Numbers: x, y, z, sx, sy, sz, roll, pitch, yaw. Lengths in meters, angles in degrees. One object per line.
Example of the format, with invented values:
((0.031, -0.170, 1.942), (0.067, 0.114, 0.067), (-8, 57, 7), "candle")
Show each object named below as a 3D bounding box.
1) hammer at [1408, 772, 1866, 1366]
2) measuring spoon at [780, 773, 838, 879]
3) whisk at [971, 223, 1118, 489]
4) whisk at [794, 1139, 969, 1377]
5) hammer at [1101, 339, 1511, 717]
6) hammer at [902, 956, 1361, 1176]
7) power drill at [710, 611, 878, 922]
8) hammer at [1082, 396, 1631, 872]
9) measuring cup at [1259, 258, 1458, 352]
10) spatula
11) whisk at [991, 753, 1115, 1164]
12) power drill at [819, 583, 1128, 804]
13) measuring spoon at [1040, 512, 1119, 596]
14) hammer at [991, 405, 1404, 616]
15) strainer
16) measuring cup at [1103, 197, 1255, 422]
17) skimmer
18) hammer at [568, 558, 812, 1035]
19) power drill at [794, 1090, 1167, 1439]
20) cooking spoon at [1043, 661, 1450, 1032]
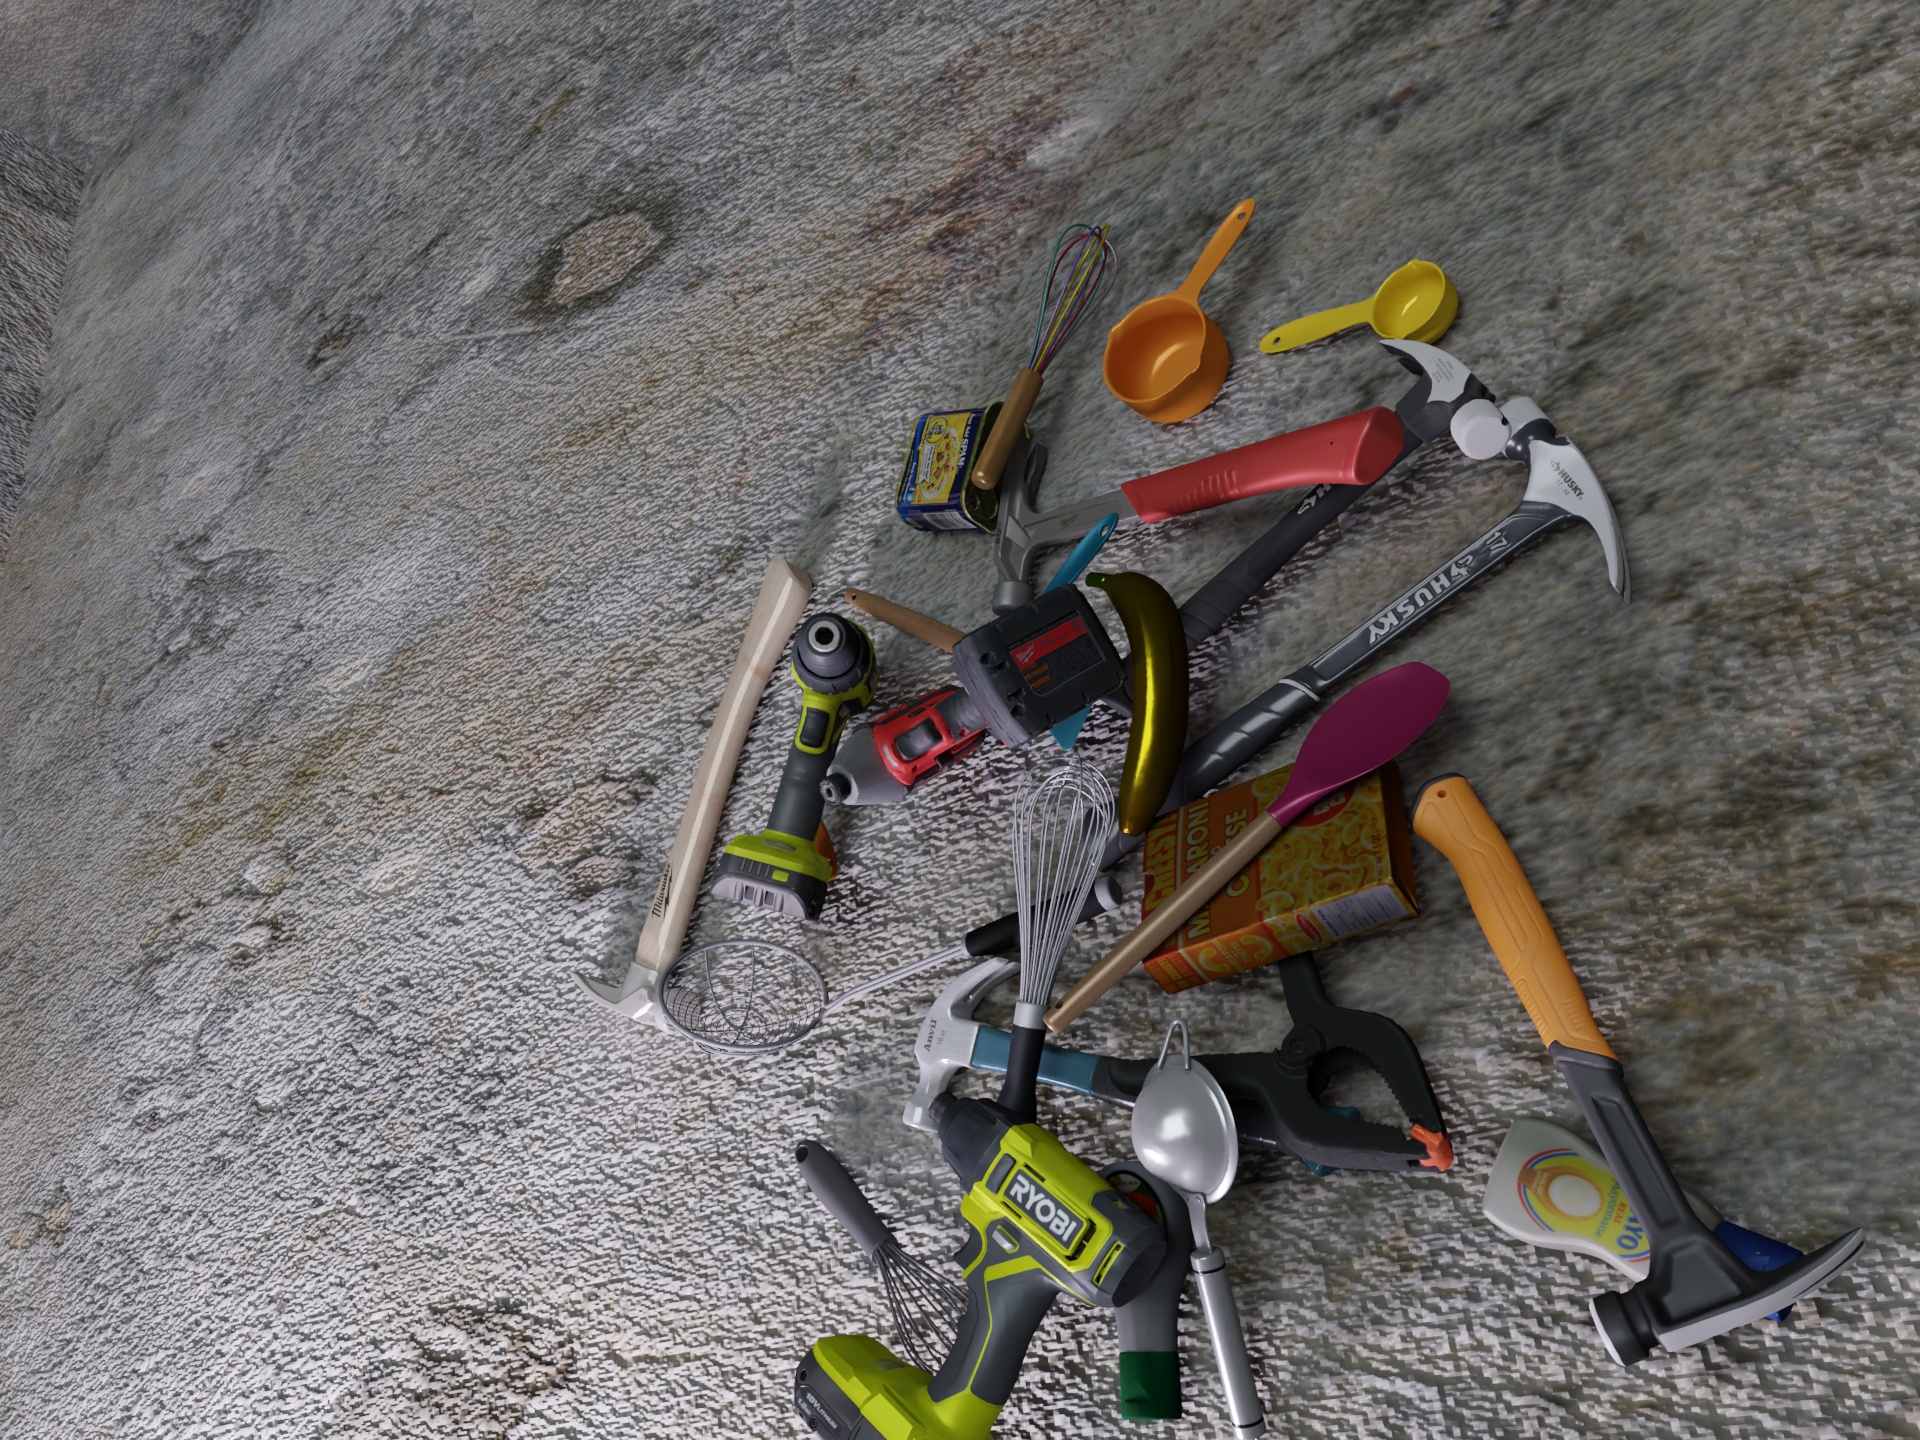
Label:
((0.331, 0.157, 0.850), (0.127, 0.034, 0.337), (-29, 47, 14), "hammer")
((-0.125, 0.084, 1.297), (0.021, 0.011, 0.117), (-43, 51, 18), "measuring spoon")
((0.065, -0.291, 1.249), (0.047, 0.051, 0.245), (9, 69, 48), "whisk")
((-0.054, 0.369, 1.103), (0.239, 0.055, 0.055), (38, 98, 46), "whisk")
((0.211, -0.119, 1.074), (0.334, 0.035, 0.146), (-44, 29, 24), "hammer")
((0.102, 0.237, 1.035), (0.331, 0.033, 0.128), (5, 77, 40), "hammer")
((-0.118, 0.031, 1.203), (0.080, 0.190, 0.228), (15, 82, 2), "power drill")
((0.239, -0.027, 1.032), (0.409, 0.036, 0.149), (-40, 53, 21), "hammer")
((0.278, -0.276, 1.115), (0.156, 0.029, 0.062), (-5, 68, 51), "measuring cup")
((0.003, -0.059, 1.230), (0.318, 0.044, 0.082), (26, 94, 44), "spatula")
((0.052, 0.162, 1.048), (0.070, 0.070, 0.285), (5, 83, 40), "whisk")
((-0.002, -0.003, 1.092), (0.219, 0.143, 0.078), (-32, 88, 50), "power drill")
((0.077, -0.094, 1.138), (0.128, 0.021, 0.042), (-52, 38, 15), "measuring spoon")
((0.150, -0.168, 1.112), (0.359, 0.036, 0.149), (-9, 67, 51), "hammer")
((0.140, 0.304, 0.919), (0.087, 0.050, 0.258), (-17, 86, 58), "strainer")
((0.179, -0.301, 1.182), (0.095, 0.052, 0.173), (36, 94, 42), "measuring cup")
((-0.058, 0.161, 1.157), (0.363, 0.090, 0.127), (-25, 18, 26), "skimmer")
((-0.221, 0.055, 1.372), (0.146, 0.038, 0.411), (10, 78, 43), "hammer")
((0.002, 0.353, 0.974), (0.171, 0.080, 0.223), (33, 93, 34), "power drill")
((0.171, 0.077, 0.963), (0.319, 0.017, 0.069), (-42, 35, -1), "cooking spoon")
